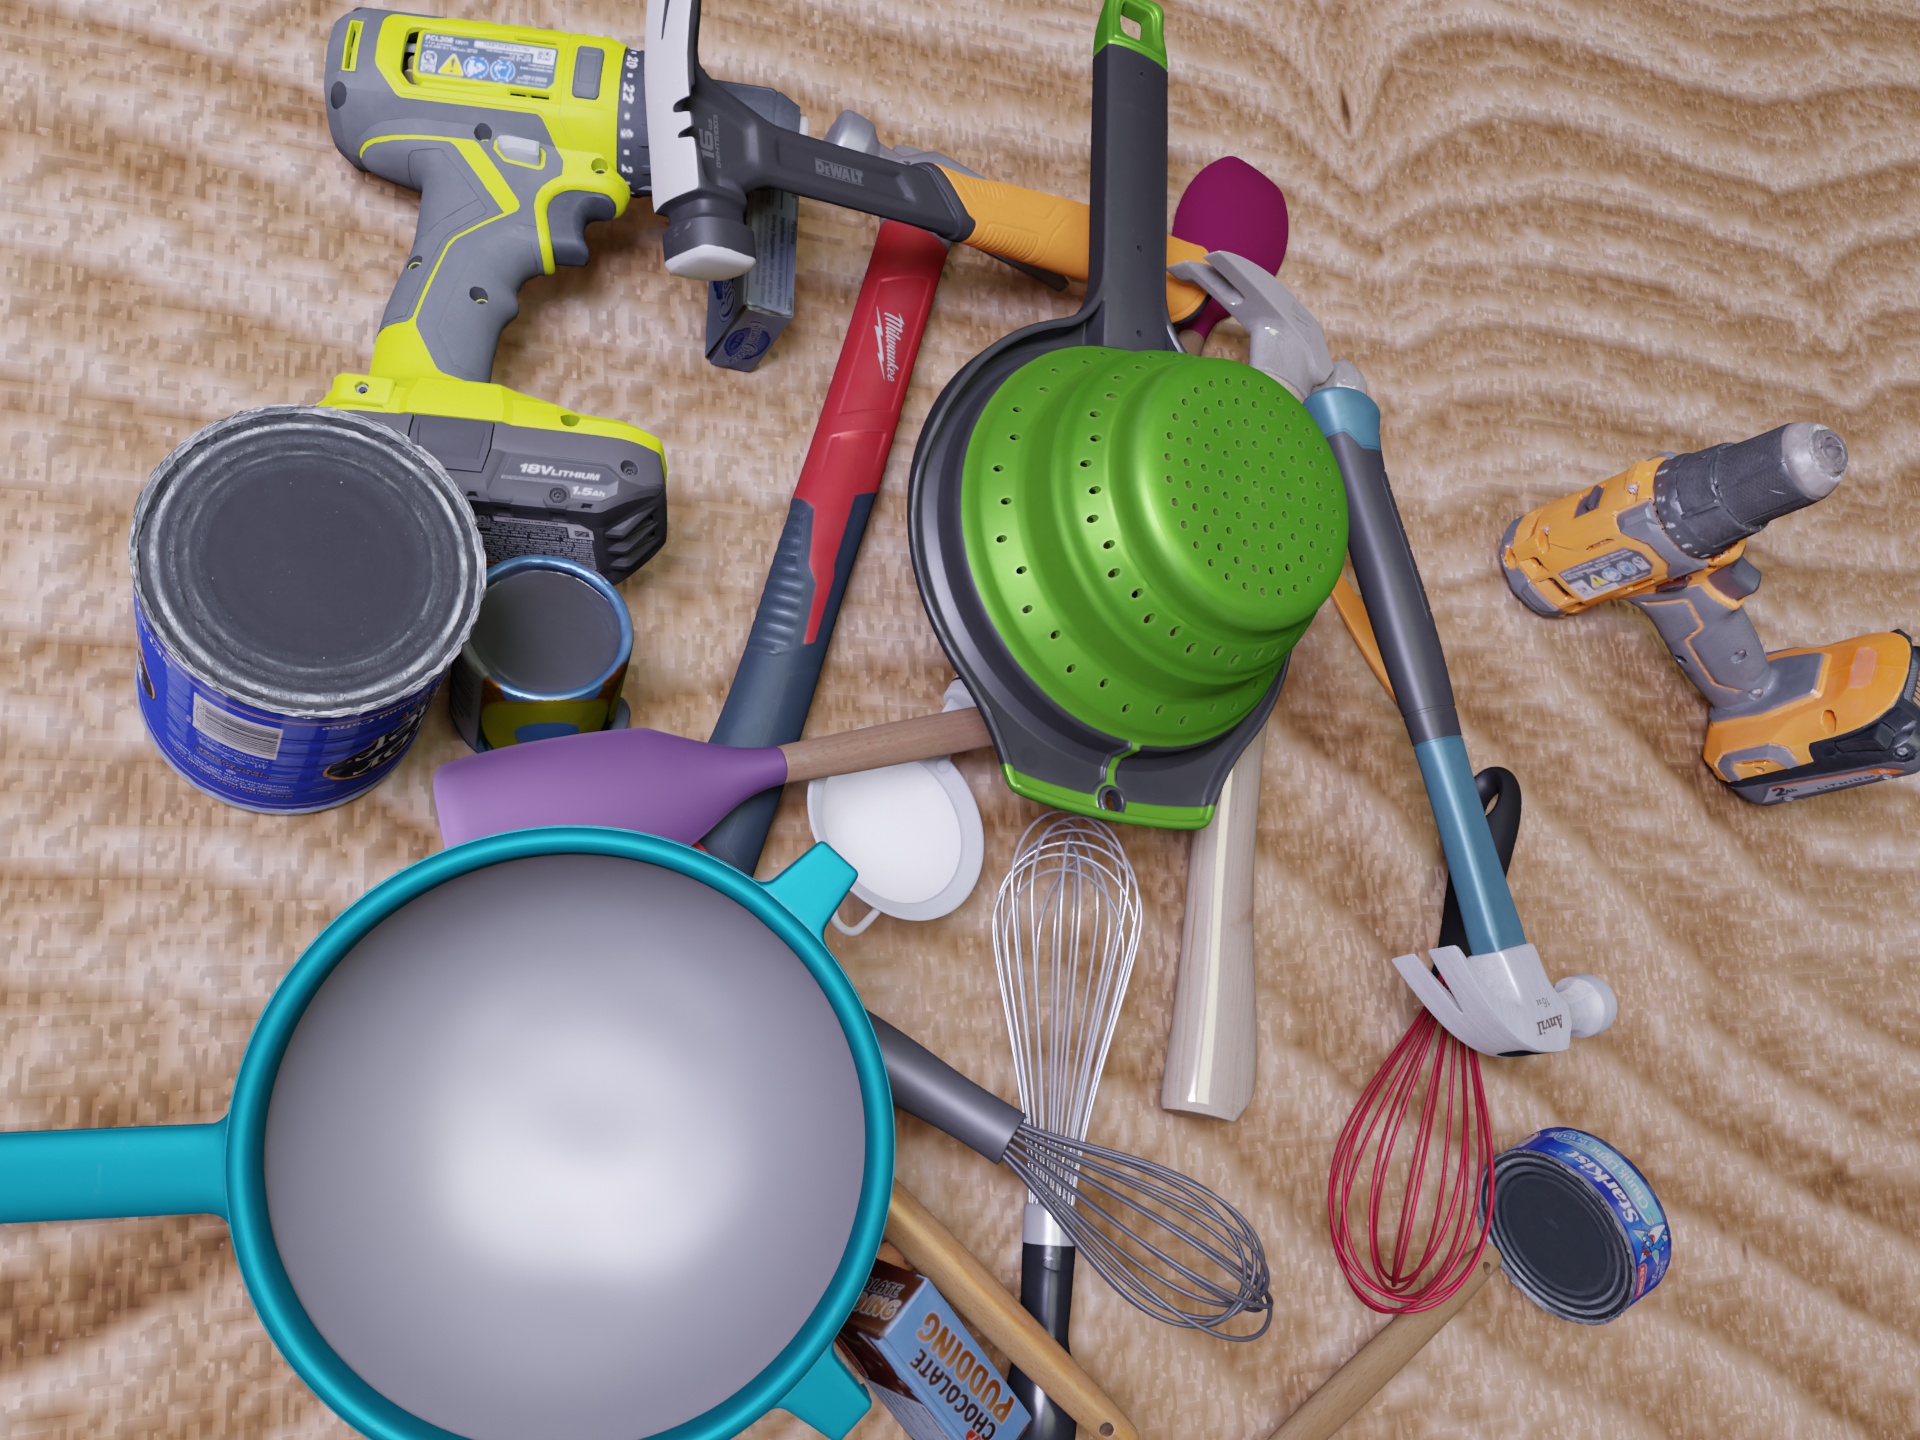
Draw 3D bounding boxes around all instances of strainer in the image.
[{"bbox_3d":[-0.001,-0.002,0.707,0.086,0.050,0.258,41,56,-13],"label":"strainer"},{"bbox_3d":[-0.194,0.143,0.545,0.340,0.095,0.211,-2,88,-4],"label":"strainer"}]

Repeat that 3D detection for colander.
[{"bbox_3d":[0.091,-0.158,0.667,0.204,0.094,0.397,12,71,-30],"label":"colander"}]

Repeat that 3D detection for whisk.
[{"bbox_3d":[0.017,0.165,0.622,0.239,0.055,0.055,30,61,12],"label":"whisk"},{"bbox_3d":[0.235,0.142,0.771,0.073,0.073,0.296,33,58,-14],"label":"whisk"},{"bbox_3d":[0.038,0.177,0.666,0.070,0.070,0.285,11,74,-23],"label":"whisk"}]

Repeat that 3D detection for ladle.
[{"bbox_3d":[0.133,0.312,0.684,0.320,0.062,0.078,-23,86,-37],"label":"ladle"}]

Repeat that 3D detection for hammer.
[{"bbox_3d":[0.129,-0.022,0.758,0.146,0.038,0.411,27,65,-43],"label":"hammer"},{"bbox_3d":[0.225,-0.003,0.760,0.128,0.033,0.331,-4,75,-42],"label":"hammer"},{"bbox_3d":[-0.043,-0.092,0.714,0.143,0.038,0.387,23,66,-20],"label":"hammer"},{"bbox_3d":[0.006,-0.233,0.708,0.336,0.034,0.127,-1,86,-46],"label":"hammer"}]

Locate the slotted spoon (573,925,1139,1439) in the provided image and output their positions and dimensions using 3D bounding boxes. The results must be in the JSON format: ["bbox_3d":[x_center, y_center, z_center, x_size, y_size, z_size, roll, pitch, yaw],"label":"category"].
[{"bbox_3d":[-0.042,0.171,0.615,0.070,0.031,0.314,-44,92,3],"label":"slotted spoon"}]

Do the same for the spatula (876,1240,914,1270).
[{"bbox_3d":[-0.142,0.247,0.560,0.322,0.041,0.081,-14,97,-31],"label":"spatula"}]

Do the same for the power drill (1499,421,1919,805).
[{"bbox_3d":[0.434,-0.060,0.860,0.226,0.185,0.084,39,60,-15],"label":"power drill"}]

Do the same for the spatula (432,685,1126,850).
[{"bbox_3d":[-0.048,0.016,0.642,0.316,0.018,0.060,-11,83,-28],"label":"spatula"}]

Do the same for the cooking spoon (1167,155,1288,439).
[{"bbox_3d":[0.114,-0.180,0.830,0.068,0.017,0.319,30,63,-14],"label":"cooking spoon"}]

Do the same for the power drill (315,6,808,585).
[{"bbox_3d":[-0.162,-0.175,0.638,0.190,0.080,0.229,5,72,-7],"label":"power drill"}]

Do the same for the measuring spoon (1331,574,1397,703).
[{"bbox_3d":[0.220,-0.047,0.846,0.021,0.011,0.117,-34,91,-30],"label":"measuring spoon"}]
